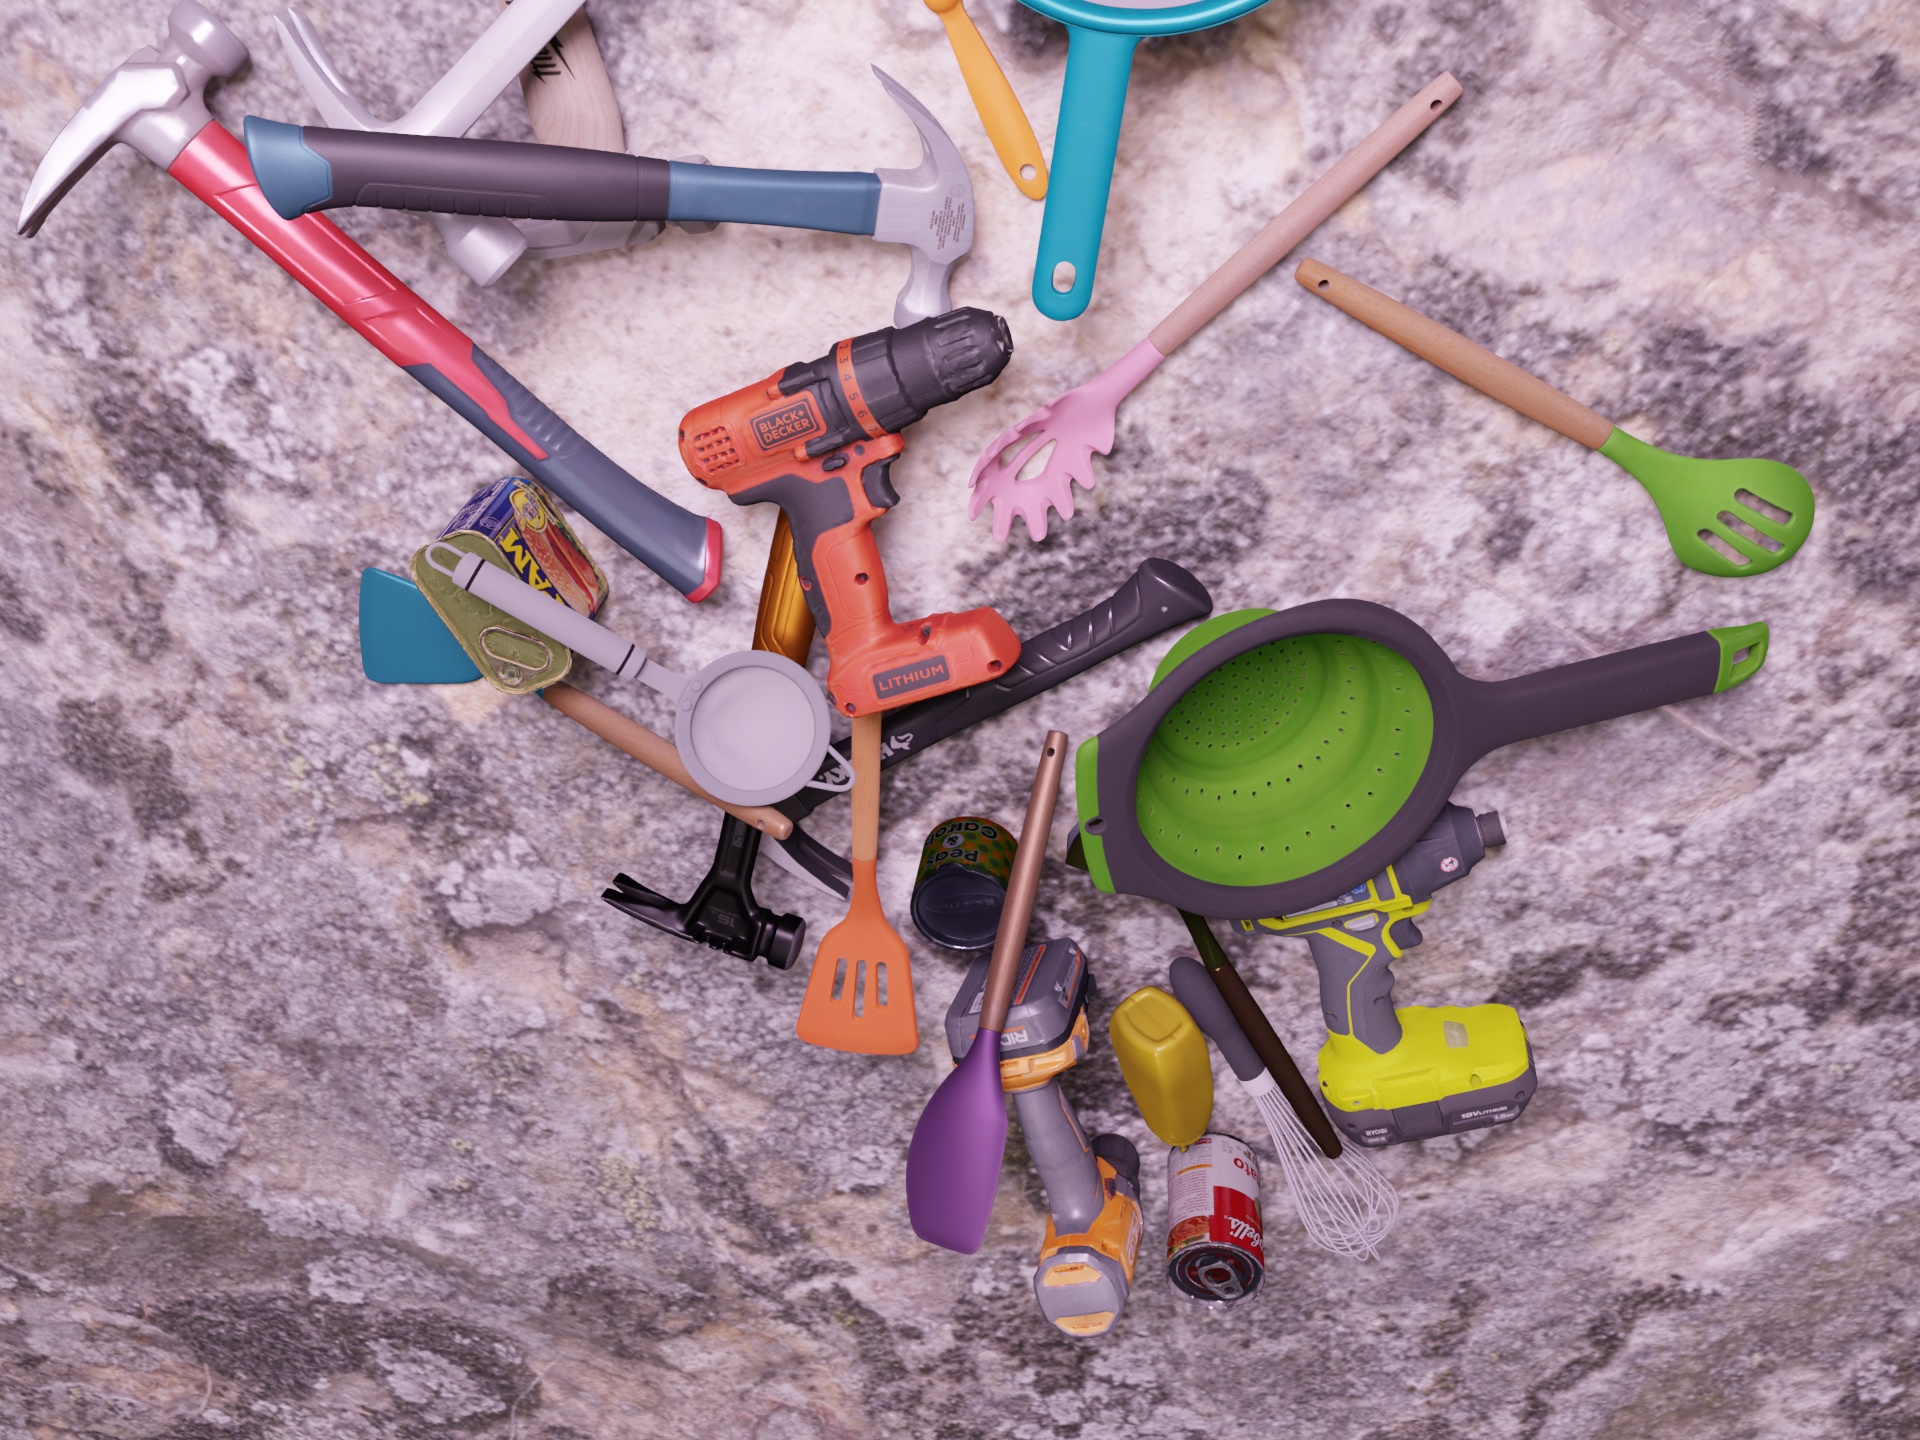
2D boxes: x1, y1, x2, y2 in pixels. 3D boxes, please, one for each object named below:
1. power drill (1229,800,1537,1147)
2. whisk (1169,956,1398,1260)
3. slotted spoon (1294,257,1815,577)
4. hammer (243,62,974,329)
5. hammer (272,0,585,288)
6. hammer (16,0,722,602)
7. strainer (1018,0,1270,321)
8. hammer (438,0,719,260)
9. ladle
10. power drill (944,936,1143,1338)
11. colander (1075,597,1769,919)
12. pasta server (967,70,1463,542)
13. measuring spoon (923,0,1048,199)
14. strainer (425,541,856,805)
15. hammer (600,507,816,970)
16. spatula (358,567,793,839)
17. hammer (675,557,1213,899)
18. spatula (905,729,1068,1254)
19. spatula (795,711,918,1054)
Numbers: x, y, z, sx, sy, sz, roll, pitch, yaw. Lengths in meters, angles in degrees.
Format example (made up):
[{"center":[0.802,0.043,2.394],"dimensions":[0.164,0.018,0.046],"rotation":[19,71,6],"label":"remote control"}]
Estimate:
[{"center":[0.275,0.153,0.995],"dimensions":[0.171,0.080,0.223],"rotation":[-16,116,19],"label":"power drill"},{"center":[0.219,0.267,1.093],"dimensions":[0.070,0.070,0.284],"rotation":[-27,110,23],"label":"whisk"},{"center":[0.307,-0.156,0.817],"dimensions":[0.313,0.031,0.070],"rotation":[27,123,-8],"label":"slotted spoon"},{"center":[-0.150,-0.245,0.737],"dimensions":[0.331,0.033,0.128],"rotation":[-3,132,-20],"label":"hammer"},{"center":[-0.129,-0.376,0.691],"dimensions":[0.405,0.035,0.144],"rotation":[-38,114,18],"label":"hammer"},{"center":[-0.289,-0.183,0.847],"dimensions":[0.386,0.038,0.143],"rotation":[41,87,-22],"label":"hammer"},{"center":[0.072,-0.348,0.684],"dimensions":[0.211,0.095,0.340],"rotation":[10,126,2],"label":"strainer"},{"center":[-0.229,-0.415,0.717],"dimensions":[0.146,0.038,0.410],"rotation":[-5,122,12],"label":"hammer"},{"center":[0.165,0.179,0.999],"dimensions":[0.078,0.062,0.320],"rotation":[10,139,55],"label":"ladle"},{"center":[0.070,0.262,1.060],"dimensions":[0.084,0.185,0.226],"rotation":[-14,101,16],"label":"power drill"},{"center":[0.247,-0.014,0.893],"dimensions":[0.397,0.095,0.204],"rotation":[-14,126,-5],"label":"colander"},{"center":[0.121,-0.204,0.805],"dimensions":[0.060,0.040,0.316],"rotation":[35,120,-29],"label":"pasta server"},{"center":[0.013,-0.305,0.768],"dimensions":[0.021,0.011,0.116],"rotation":[-21,118,20],"label":"measuring spoon"},{"center":[-0.173,-0.029,0.872],"dimensions":[0.258,0.050,0.087],"rotation":[31,82,-16],"label":"strainer"},{"center":[-0.120,-0.013,0.931],"dimensions":[0.127,0.034,0.336],"rotation":[18,113,4],"label":"hammer"},{"center":[-0.231,-0.001,0.941],"dimensions":[0.318,0.044,0.082],"rotation":[27,124,23],"label":"spatula"},{"center":[-0.002,-0.003,0.955],"dimensions":[0.335,0.035,0.146],"rotation":[-27,115,23],"label":"hammer"},{"center":[0.022,0.160,0.957],"dimensions":[0.060,0.018,0.316],"rotation":[13,87,22],"label":"spatula"},{"center":[-0.059,0.067,0.963],"dimensions":[0.081,0.041,0.322],"rotation":[6,121,6],"label":"spatula"}]
